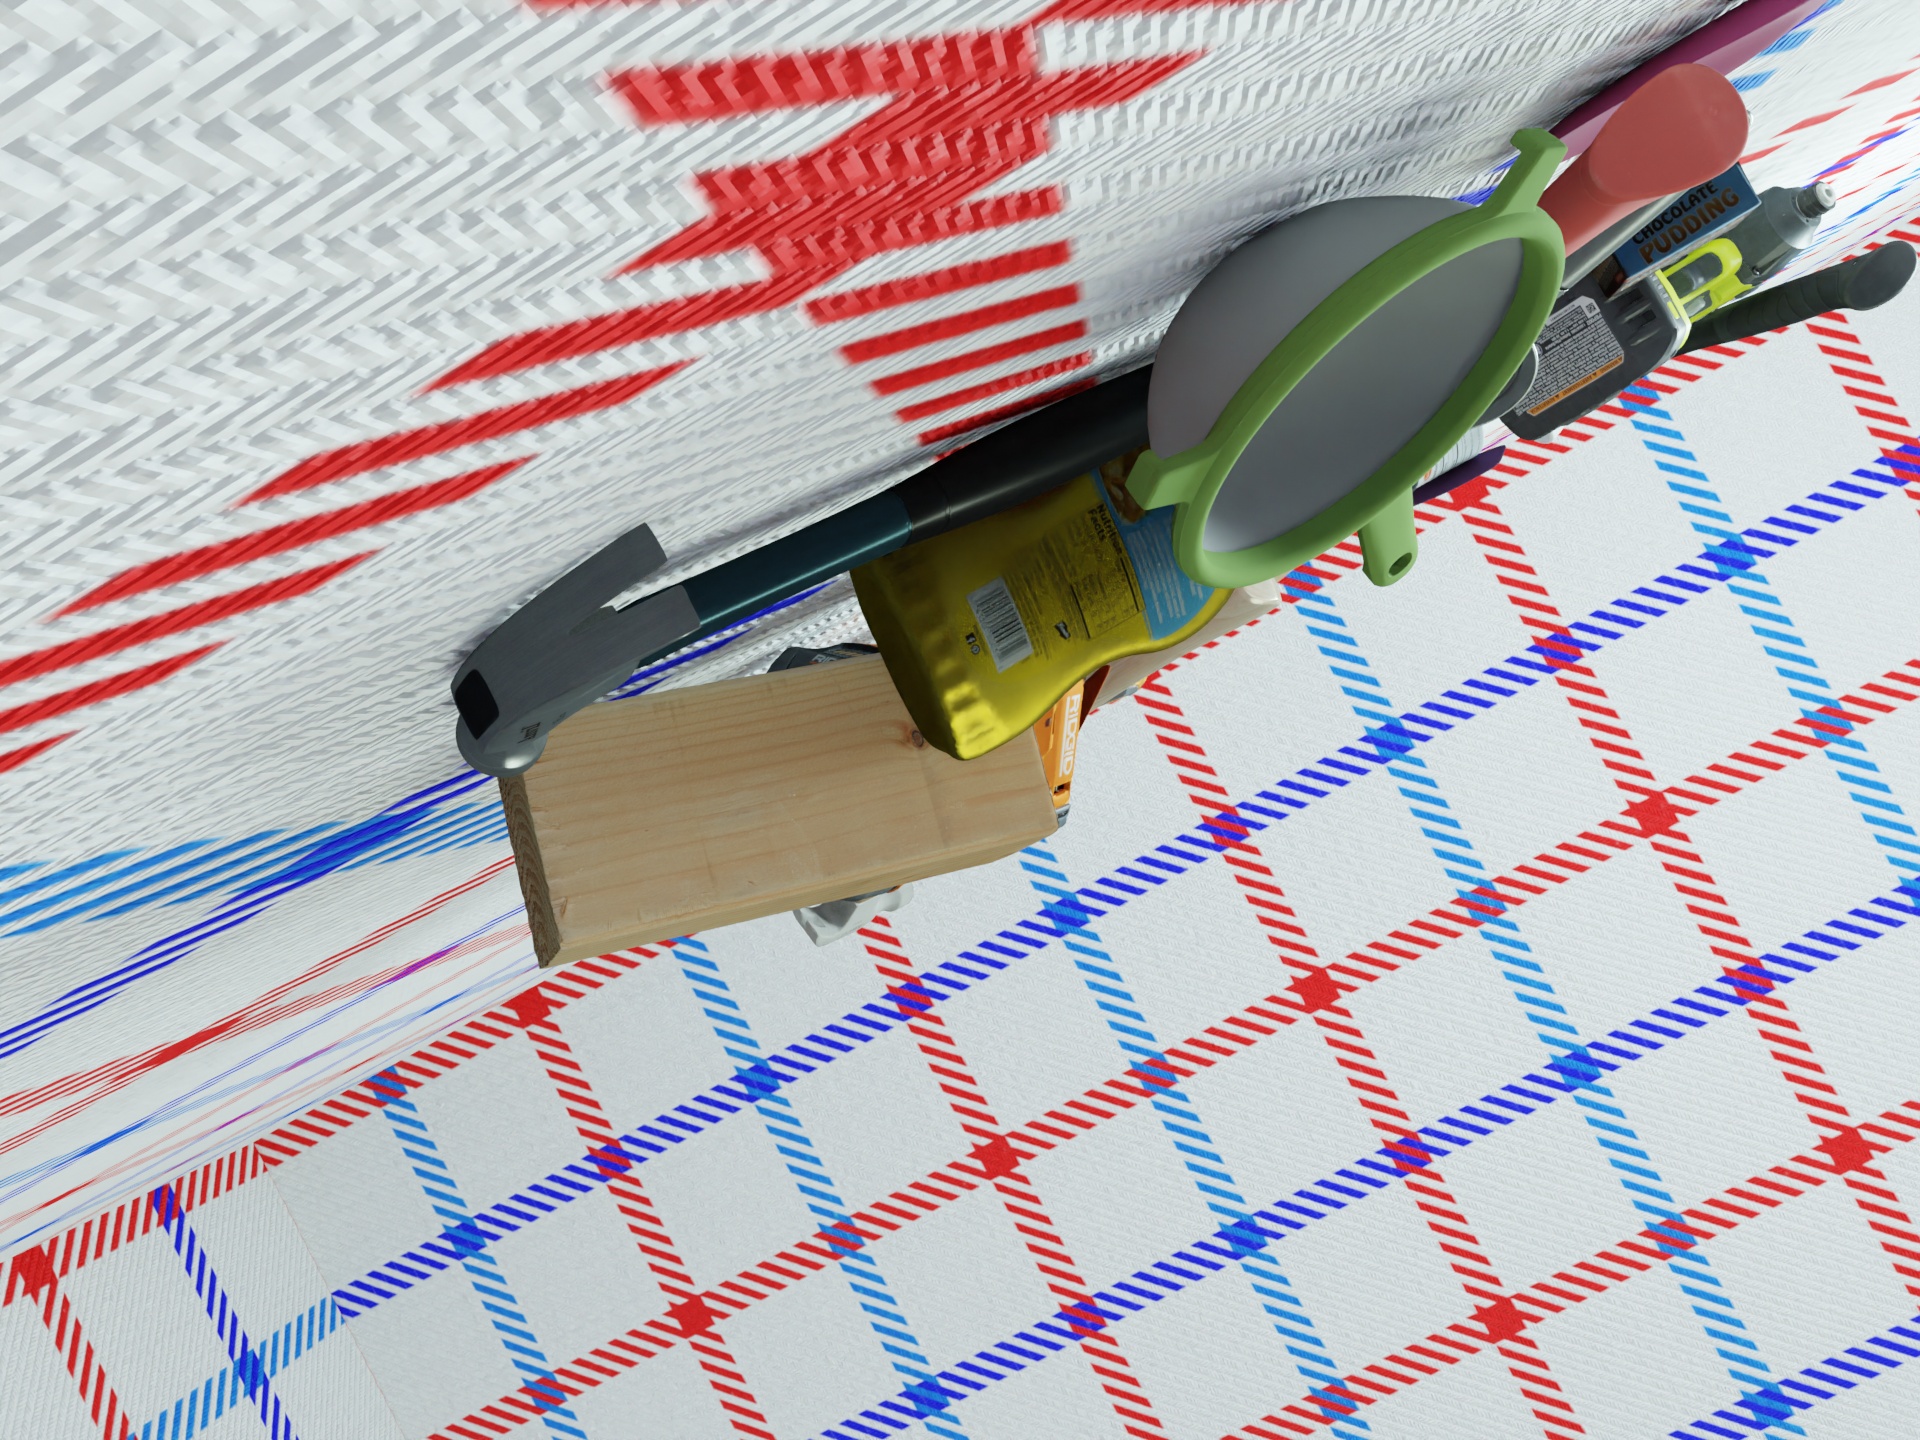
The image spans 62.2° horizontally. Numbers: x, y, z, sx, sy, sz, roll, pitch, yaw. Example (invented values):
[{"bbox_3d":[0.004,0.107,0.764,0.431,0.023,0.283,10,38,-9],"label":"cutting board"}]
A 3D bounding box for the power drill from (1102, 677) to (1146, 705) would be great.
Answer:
[{"bbox_3d":[0.065,-0.046,1.248,0.185,0.084,0.226,-22,173,2],"label":"power drill"}]

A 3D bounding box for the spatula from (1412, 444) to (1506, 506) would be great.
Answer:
[{"bbox_3d":[0.261,-0.139,1.204,0.316,0.018,0.060,-21,-161,37],"label":"spatula"}]

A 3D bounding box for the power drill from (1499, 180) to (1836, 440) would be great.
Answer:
[{"bbox_3d":[0.454,-0.276,1.042,0.223,0.080,0.171,-31,179,-32],"label":"power drill"}]

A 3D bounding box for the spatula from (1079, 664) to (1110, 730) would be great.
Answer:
[{"bbox_3d":[-0.011,0.013,1.151,0.323,0.041,0.081,-5,-132,48],"label":"spatula"}]

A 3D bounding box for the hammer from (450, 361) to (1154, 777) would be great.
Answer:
[{"bbox_3d":[-0.012,-0.073,0.538,0.331,0.033,0.128,-28,178,-23],"label":"hammer"}]

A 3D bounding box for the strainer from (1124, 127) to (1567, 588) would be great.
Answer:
[{"bbox_3d":[0.128,-0.107,0.556,0.151,0.069,0.256,-40,160,7],"label":"strainer"}]

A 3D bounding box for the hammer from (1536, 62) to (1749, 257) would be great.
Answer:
[{"bbox_3d":[0.206,-0.174,0.667,0.149,0.037,0.359,-28,180,-12],"label":"hammer"}]

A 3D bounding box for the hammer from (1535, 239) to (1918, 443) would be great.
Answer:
[{"bbox_3d":[0.543,-0.285,1.143,0.146,0.035,0.335,-49,-170,-8],"label":"hammer"}]

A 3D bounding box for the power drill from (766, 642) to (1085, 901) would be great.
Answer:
[{"bbox_3d":[-0.007,-0.004,0.849,0.084,0.164,0.226,15,-162,32],"label":"power drill"}]

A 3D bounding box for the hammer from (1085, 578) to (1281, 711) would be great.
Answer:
[{"bbox_3d":[0.079,-0.014,1.148,0.146,0.038,0.410,-10,165,-33],"label":"hammer"}]

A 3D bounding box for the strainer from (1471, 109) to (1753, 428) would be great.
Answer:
[{"bbox_3d":[0.299,-0.223,0.817,0.086,0.050,0.258,19,150,-18],"label":"strainer"}]

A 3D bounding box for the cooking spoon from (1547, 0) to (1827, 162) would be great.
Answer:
[{"bbox_3d":[0.321,-0.266,0.504,0.319,0.017,0.069,-30,178,25],"label":"cooking spoon"}]

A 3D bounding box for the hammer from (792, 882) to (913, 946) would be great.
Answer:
[{"bbox_3d":[-0.016,0.049,1.049,0.130,0.031,0.331,-24,158,-48],"label":"hammer"}]

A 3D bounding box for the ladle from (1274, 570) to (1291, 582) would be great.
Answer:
[{"bbox_3d":[0.336,-0.178,1.222,0.320,0.062,0.078,-40,-177,10],"label":"ladle"}]
